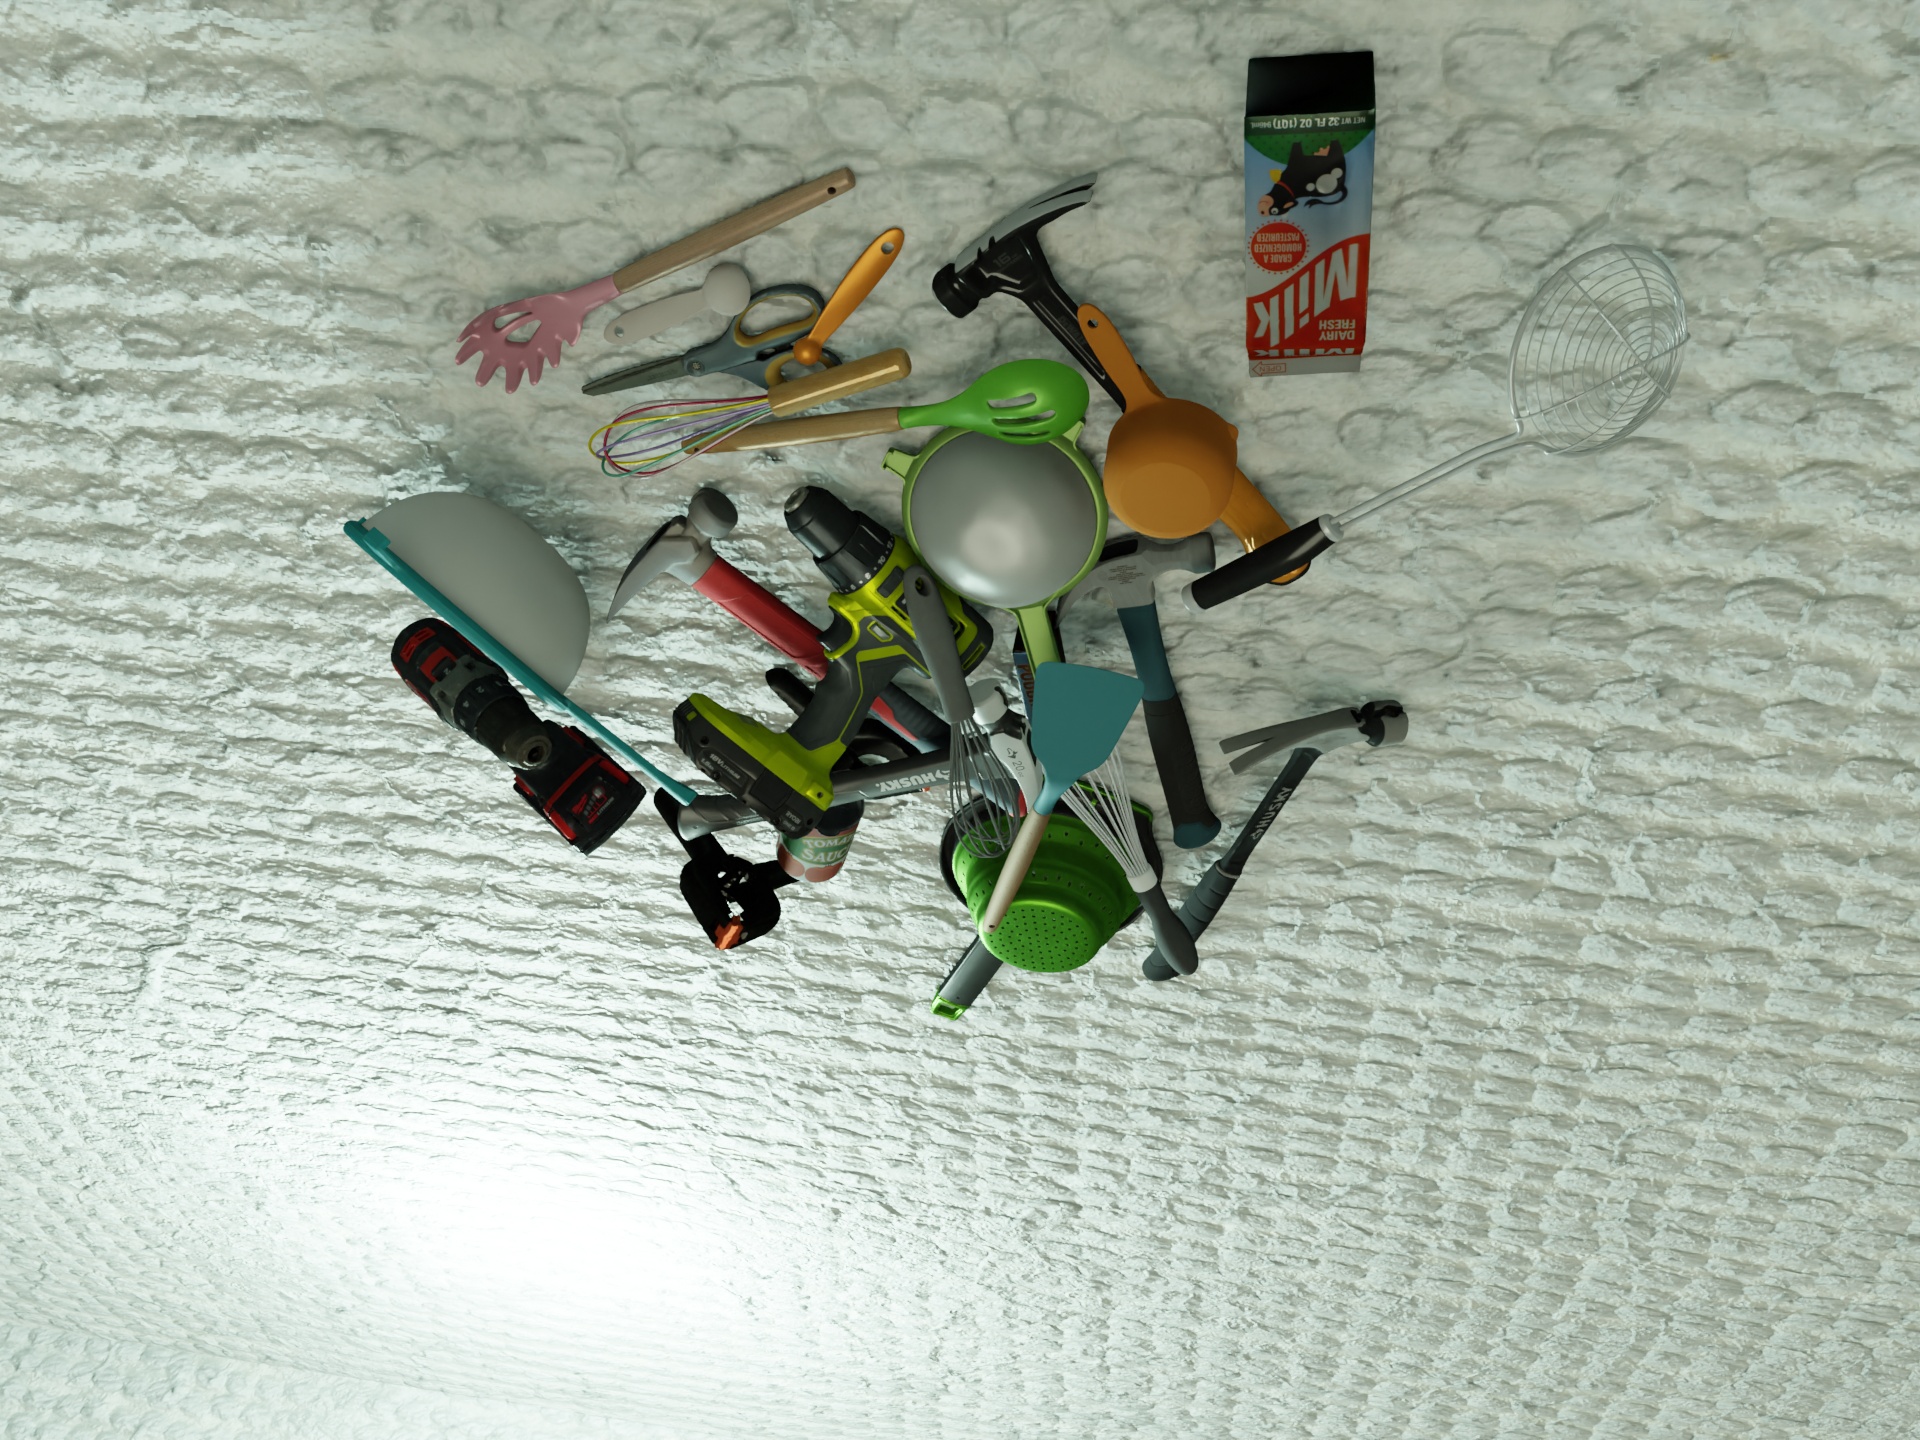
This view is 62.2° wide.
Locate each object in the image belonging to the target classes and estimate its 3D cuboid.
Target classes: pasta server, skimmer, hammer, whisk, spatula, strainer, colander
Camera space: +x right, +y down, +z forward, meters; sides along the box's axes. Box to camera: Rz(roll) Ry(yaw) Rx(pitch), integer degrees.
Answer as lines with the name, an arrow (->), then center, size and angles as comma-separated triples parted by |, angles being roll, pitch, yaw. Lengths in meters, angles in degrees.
pasta server -> -0.206, -0.295, 1.054 | 0.316, 0.040, 0.060 | -15, 139, 25
skimmer -> 0.293, -0.173, 1.040 | 0.127, 0.090, 0.363 | 33, 138, -32
hammer -> -0.098, -0.026, 1.290 | 0.386, 0.038, 0.143 | 37, 123, -23
whisk -> 0.140, 0.107, 1.337 | 0.070, 0.070, 0.284 | -16, 116, 27
whisk -> -0.003, -0.004, 1.189 | 0.055, 0.055, 0.238 | -10, 109, 22
hammer -> 0.232, 0.119, 1.359 | 0.149, 0.036, 0.408 | -8, 146, -21
spatula -> 0.061, 0.075, 1.263 | 0.082, 0.044, 0.317 | 10, 140, -8
strainer -> 0.040, -0.089, 1.144 | 0.151, 0.069, 0.256 | -9, 117, 17
colander -> 0.047, 0.208, 1.480 | 0.204, 0.095, 0.396 | 21, 136, -9
strainer -> -0.313, -0.068, 1.239 | 0.340, 0.095, 0.211 | 42, 172, -23
hammer -> 0.162, -0.012, 1.267 | 0.128, 0.033, 0.330 | -5, 134, 17
hammer -> -0.090, 0.058, 1.319 | 0.335, 0.035, 0.146 | -13, 130, 22
whisk -> -0.150, -0.214, 1.097 | 0.245, 0.051, 0.047 | -13, 128, 18
hammer -> 0.137, -0.209, 1.066 | 0.127, 0.034, 0.336 | -27, 125, 35

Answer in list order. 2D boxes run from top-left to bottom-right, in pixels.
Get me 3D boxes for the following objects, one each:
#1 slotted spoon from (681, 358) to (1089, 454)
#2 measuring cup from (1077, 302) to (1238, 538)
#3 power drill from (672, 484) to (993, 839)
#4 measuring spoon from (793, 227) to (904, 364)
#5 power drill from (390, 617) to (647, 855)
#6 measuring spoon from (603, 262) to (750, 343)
slotted spoon -> -0.062, -0.204, 1.098 | 0.314, 0.031, 0.070 | -1, 142, 26
measuring cup -> 0.116, -0.189, 1.027 | 0.095, 0.052, 0.173 | -15, 133, 29
power drill -> -0.108, -0.045, 1.193 | 0.190, 0.080, 0.228 | 41, 88, -27
measuring spoon -> -0.073, -0.277, 1.045 | 0.021, 0.011, 0.117 | 25, 126, -30
power drill -> -0.351, 0.022, 1.302 | 0.188, 0.080, 0.226 | 35, 167, 36
measuring spoon -> -0.197, -0.277, 1.077 | 0.124, 0.018, 0.034 | -12, 102, 27
